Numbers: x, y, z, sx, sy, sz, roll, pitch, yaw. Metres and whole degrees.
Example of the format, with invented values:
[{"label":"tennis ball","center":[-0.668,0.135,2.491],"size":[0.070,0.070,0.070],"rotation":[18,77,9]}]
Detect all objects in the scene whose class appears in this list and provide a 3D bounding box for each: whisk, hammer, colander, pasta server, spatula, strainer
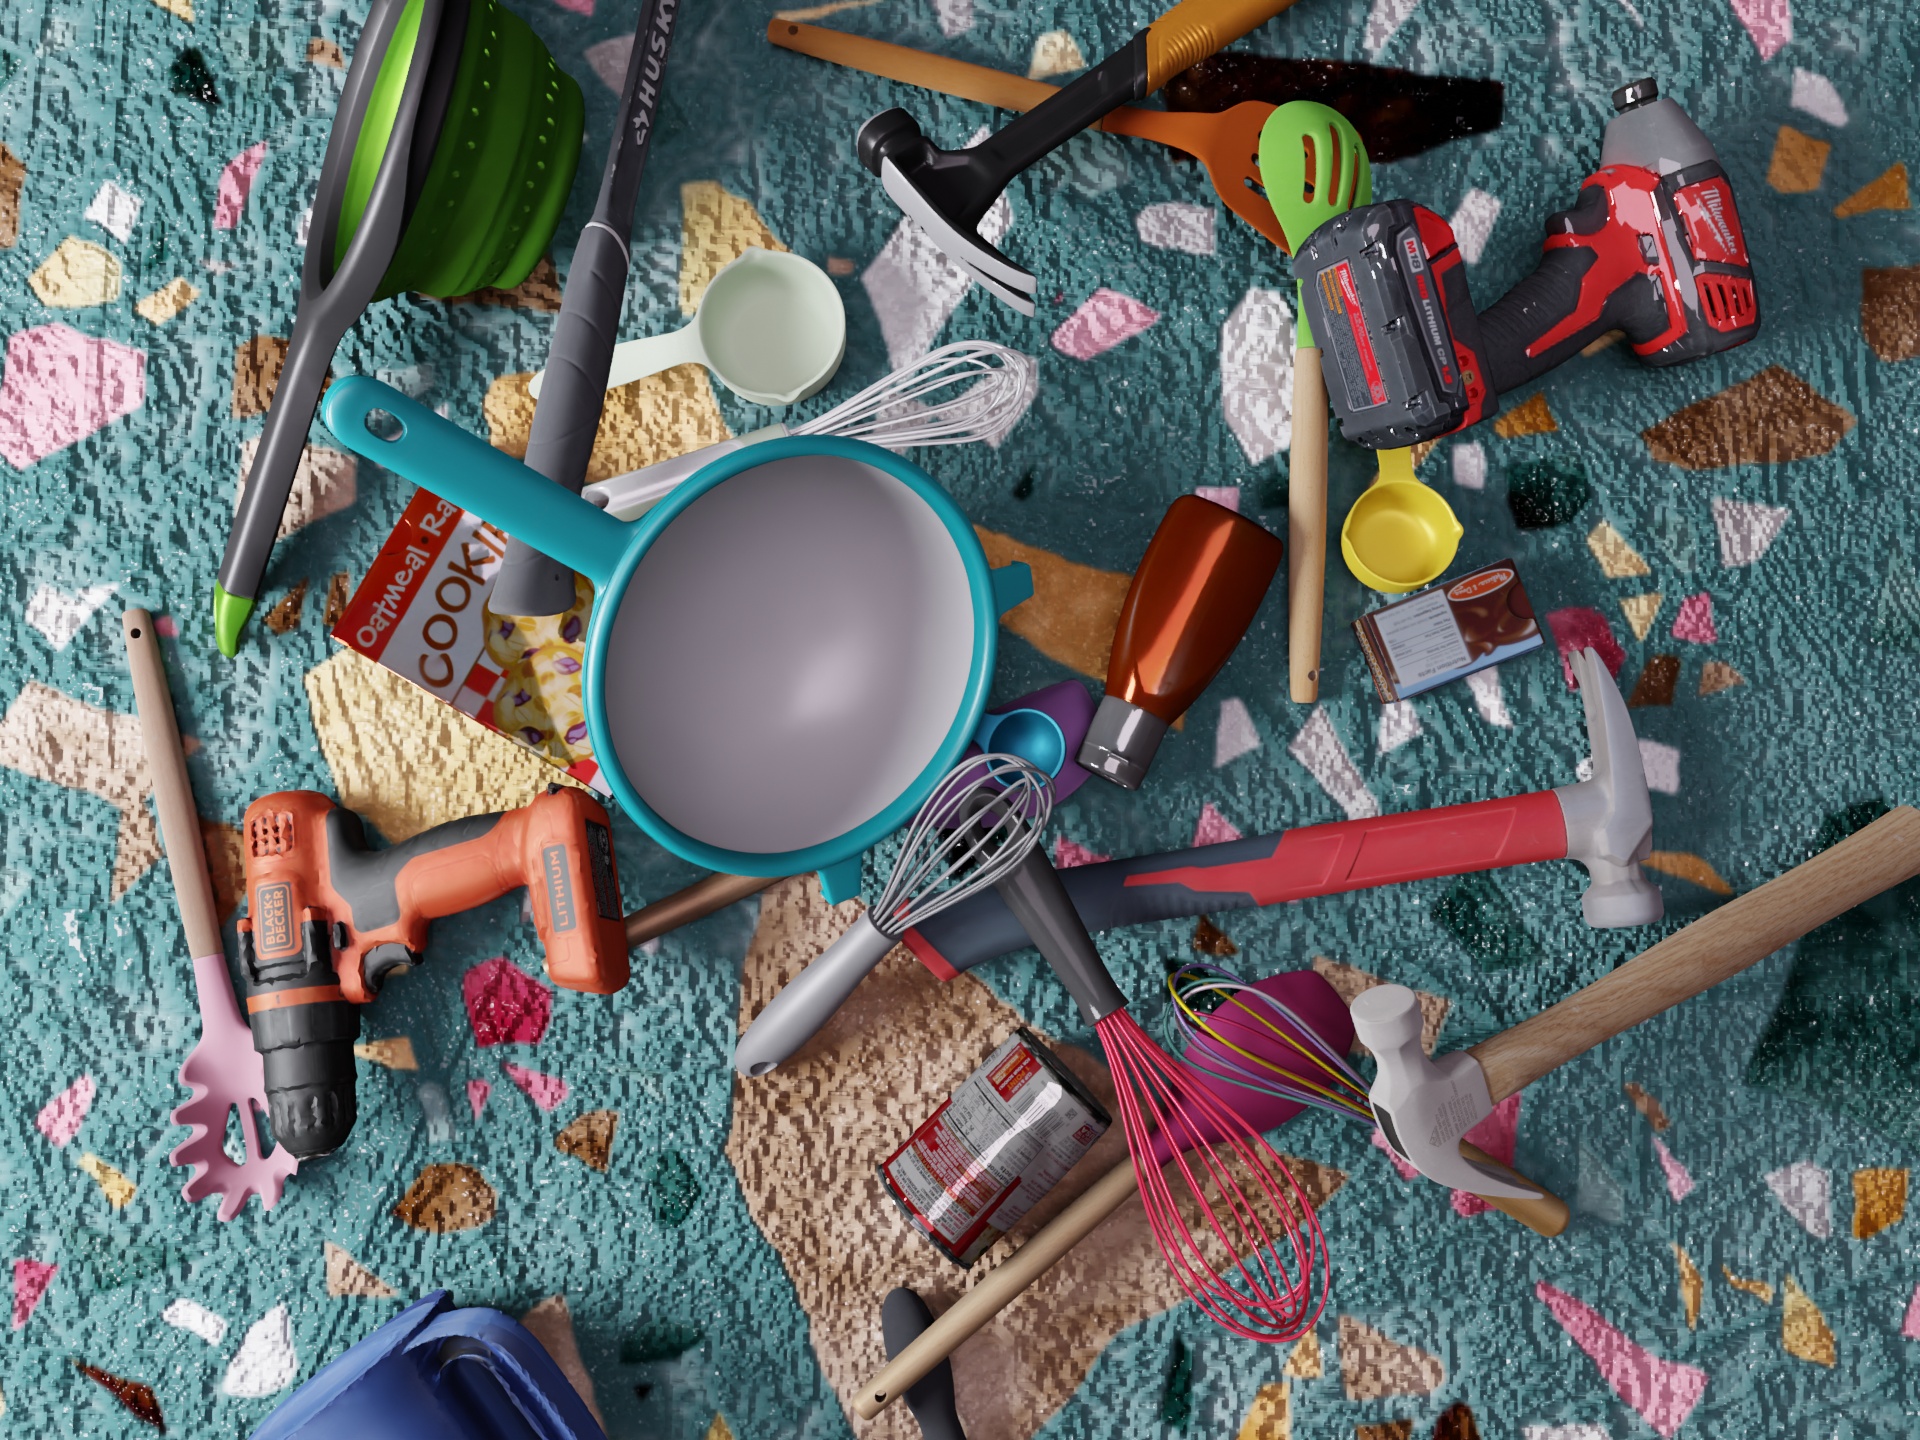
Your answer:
[{"label":"whisk","center":[0.080,0.158,0.758],"size":[0.073,0.073,0.296],"rotation":[-31,76,-1]},{"label":"hammer","center":[0.155,0.061,0.815],"size":[0.386,0.038,0.143],"rotation":[-9,86,0]},{"label":"colander","center":[-0.279,-0.207,0.802],"size":[0.094,0.205,0.397],"rotation":[15,106,-33]},{"label":"pasta server","center":[-0.394,0.095,0.817],"size":[0.060,0.040,0.316],"rotation":[-13,86,-13]},{"label":"spatula","center":[-0.069,0.065,0.825],"size":[0.316,0.018,0.060],"rotation":[-24,84,-2]},{"label":"whisk","center":[-0.040,0.100,0.775],"size":[0.055,0.055,0.239],"rotation":[44,113,2]},{"label":"whisk","center":[-0.079,-0.142,0.805],"size":[0.246,0.059,0.058],"rotation":[-20,71,-7]},{"label":"spatula","center":[0.053,-0.321,0.842],"size":[0.322,0.041,0.081],"rotation":[17,86,5]},{"label":"strainer","center":[-0.137,-0.064,0.729],"size":[0.340,0.095,0.211],"rotation":[30,90,-36]},{"label":"whisk","center":[0.013,0.423,0.793],"size":[0.070,0.070,0.285],"rotation":[-19,82,-1]},{"label":"hammer","center":[0.347,0.127,0.782],"size":[0.331,0.031,0.130],"rotation":[-24,108,-13]},{"label":"whisk","center":[0.203,0.195,0.794],"size":[0.245,0.047,0.051],"rotation":[32,80,-8]},{"label":"hammer","center":[0.116,-0.341,0.808],"size":[0.337,0.034,0.127],"rotation":[-38,74,-11]},{"label":"hammer","center":[-0.167,-0.246,0.761],"size":[0.036,0.149,0.409],"rotation":[7,82,24]}]

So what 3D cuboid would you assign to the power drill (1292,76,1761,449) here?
[{"label":"power drill","center":[0.287,-0.227,0.791],"size":[0.219,0.078,0.143],"rotation":[-20,98,-12]}]

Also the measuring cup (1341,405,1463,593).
[{"label":"measuring cup","center":[0.223,-0.141,0.835],"size":[0.062,0.029,0.157],"rotation":[-2,76,-1]}]

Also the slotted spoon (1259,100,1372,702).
[{"label":"slotted spoon","center":[0.183,-0.166,0.824],"size":[0.070,0.031,0.314],"rotation":[0,92,-24]}]

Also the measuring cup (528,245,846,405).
[{"label":"measuring cup","center":[-0.140,-0.190,0.830],"size":[0.167,0.038,0.083],"rotation":[-15,87,2]}]

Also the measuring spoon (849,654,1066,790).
[{"label":"measuring spoon","center":[-0.001,-0.003,0.823],"size":[0.129,0.021,0.042],"rotation":[27,90,19]}]

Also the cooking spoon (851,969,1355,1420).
[{"label":"cooking spoon","center":[0.073,0.240,0.801],"size":[0.319,0.017,0.069],"rotation":[-38,88,-9]}]
